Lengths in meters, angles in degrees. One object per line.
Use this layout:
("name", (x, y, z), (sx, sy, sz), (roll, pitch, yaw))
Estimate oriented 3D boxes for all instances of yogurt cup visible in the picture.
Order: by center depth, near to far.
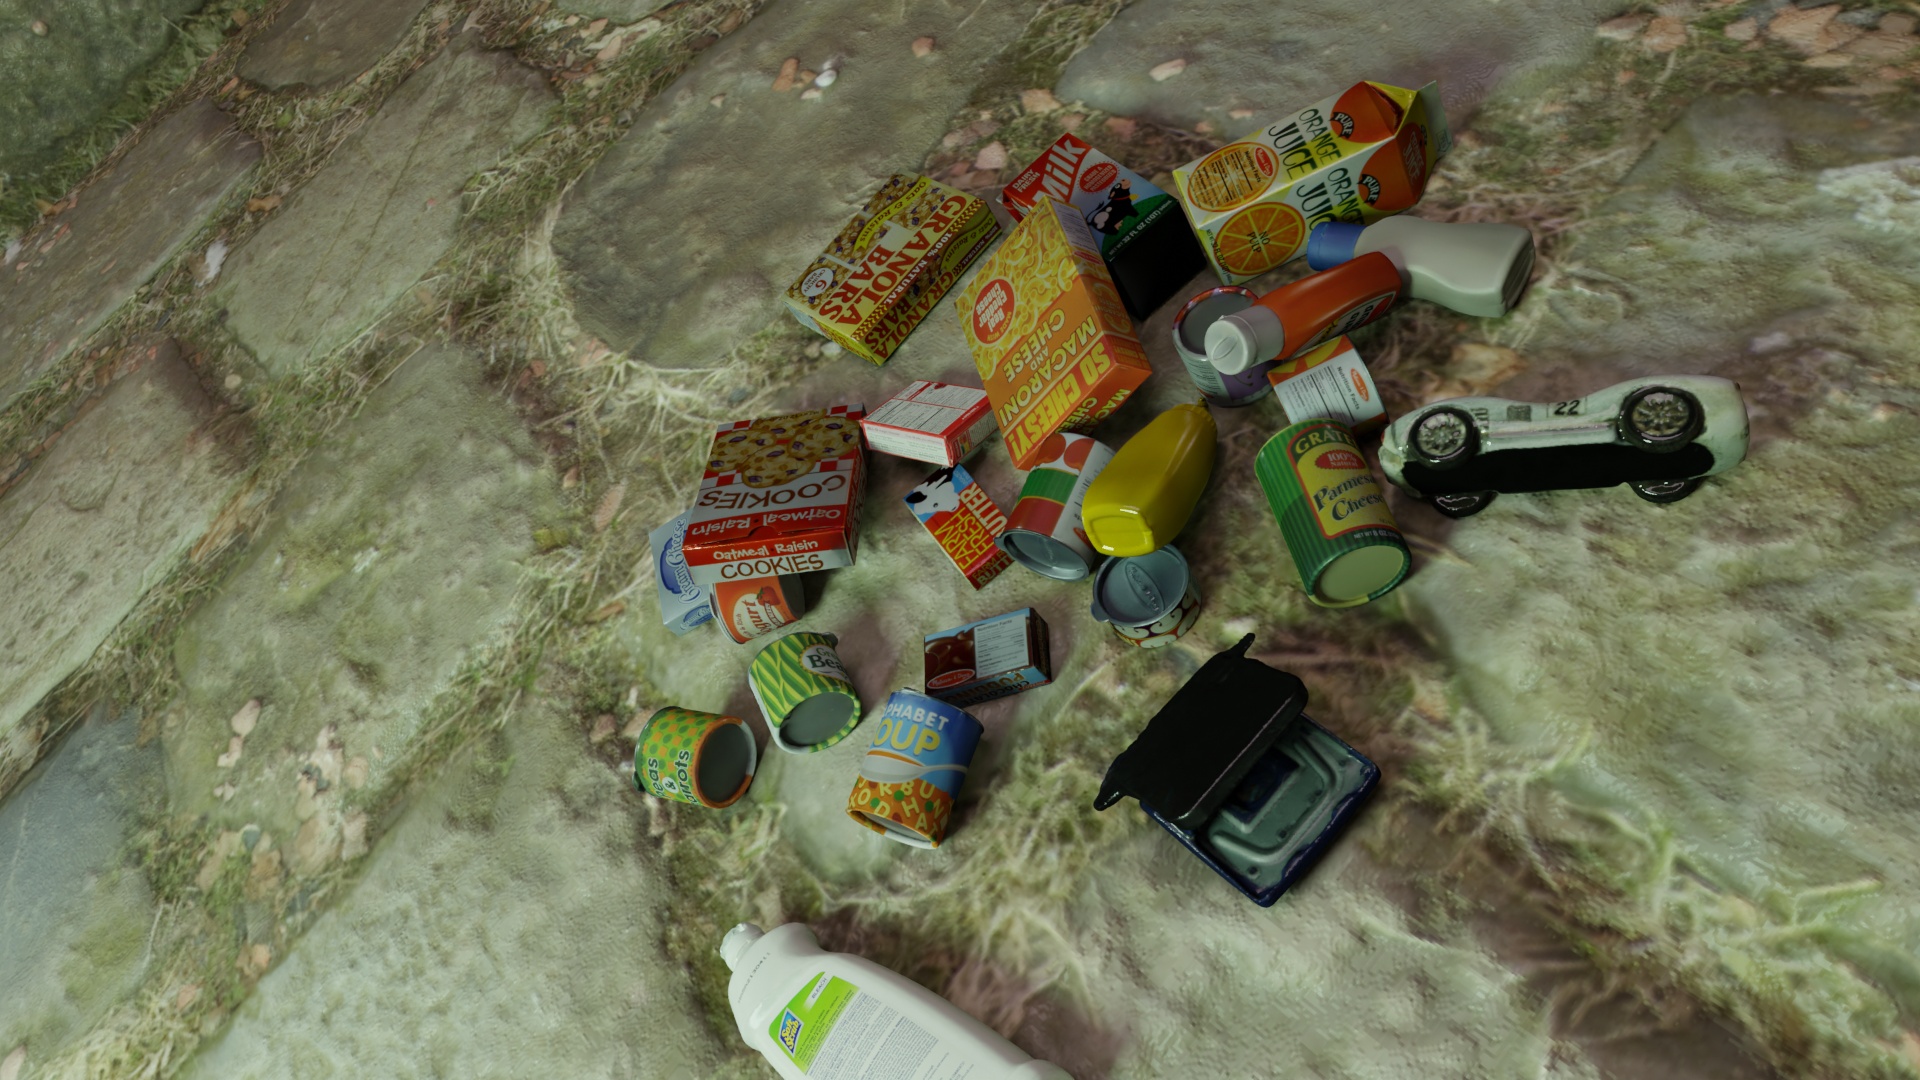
("yogurt cup", (-0.152, 0.040, 1.052), (0.054, 0.072, 0.073), (-15, 52, 11))

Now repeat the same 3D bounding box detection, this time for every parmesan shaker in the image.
("parmesan shaker", (0.234, -0.017, 0.868), (0.071, 0.071, 0.103), (-25, 50, 13))

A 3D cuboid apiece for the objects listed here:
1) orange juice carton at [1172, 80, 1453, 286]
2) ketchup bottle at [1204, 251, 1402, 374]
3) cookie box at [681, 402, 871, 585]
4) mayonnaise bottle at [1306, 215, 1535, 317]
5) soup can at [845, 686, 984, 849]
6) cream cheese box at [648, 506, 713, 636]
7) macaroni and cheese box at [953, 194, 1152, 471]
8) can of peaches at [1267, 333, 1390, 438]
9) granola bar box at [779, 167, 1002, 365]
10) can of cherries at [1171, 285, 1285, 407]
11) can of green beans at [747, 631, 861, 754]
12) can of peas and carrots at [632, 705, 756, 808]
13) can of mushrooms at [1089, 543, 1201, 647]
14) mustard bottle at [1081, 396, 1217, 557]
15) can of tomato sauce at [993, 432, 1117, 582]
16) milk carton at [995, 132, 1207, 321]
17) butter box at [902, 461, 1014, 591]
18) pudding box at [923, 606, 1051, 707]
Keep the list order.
("orange juice carton", (0.263, -0.269, 1.022), (0.192, 0.071, 0.073), (-23, 50, 15))
("ketchup bottle", (0.225, -0.149, 0.922), (0.149, 0.064, 0.043), (-24, 77, -32))
("cookie box", (-0.136, -0.039, 1.064), (0.123, 0.040, 0.168), (-7, 37, 8))
("mayonnaise bottle", (0.314, -0.195, 0.963), (0.148, 0.041, 0.065), (19, 68, 39))
("soup can", (-0.031, 0.147, 0.901), (0.071, 0.071, 0.084), (6, 62, 33))
("cream cheese box", (-0.220, 0.024, 1.128), (0.053, 0.024, 0.104), (-30, 48, 10))
("macaroni and cheese box", (0.065, -0.151, 1.025), (0.123, 0.040, 0.167), (-46, 50, 37))
("can of peaches", (0.242, -0.094, 0.918), (0.058, 0.071, 0.071), (-26, 49, 13))
("granola bar box", (-0.061, -0.240, 1.211), (0.166, 0.039, 0.124), (-49, 48, -9))
("can of cherries", (0.191, -0.139, 0.981), (0.071, 0.058, 0.072), (-15, 53, 21))
("can of green beans", (-0.109, 0.107, 0.977), (0.071, 0.071, 0.058), (-36, 48, 3))
("can of peas and carrots", (-0.189, 0.156, 0.988), (0.058, 0.070, 0.071), (4, 61, 31))
("can of mushrooms", (0.121, 0.036, 0.916), (0.071, 0.033, 0.071), (-15, 53, 20))
("mustard bottle", (0.139, -0.051, 0.940), (0.065, 0.048, 0.161), (-1, 35, 38))
("can of tomato sauce", (0.071, -0.024, 0.965), (0.071, 0.071, 0.083), (9, 63, 34))
("milk carton", (0.102, -0.260, 1.107), (0.072, 0.073, 0.191), (-41, 47, -1))
("butter box", (0.004, -0.013, 1.024), (0.053, 0.024, 0.104), (-40, 47, 0))
("pudding box", (0.018, 0.081, 0.947), (0.083, 0.030, 0.050), (-17, 53, 19))
